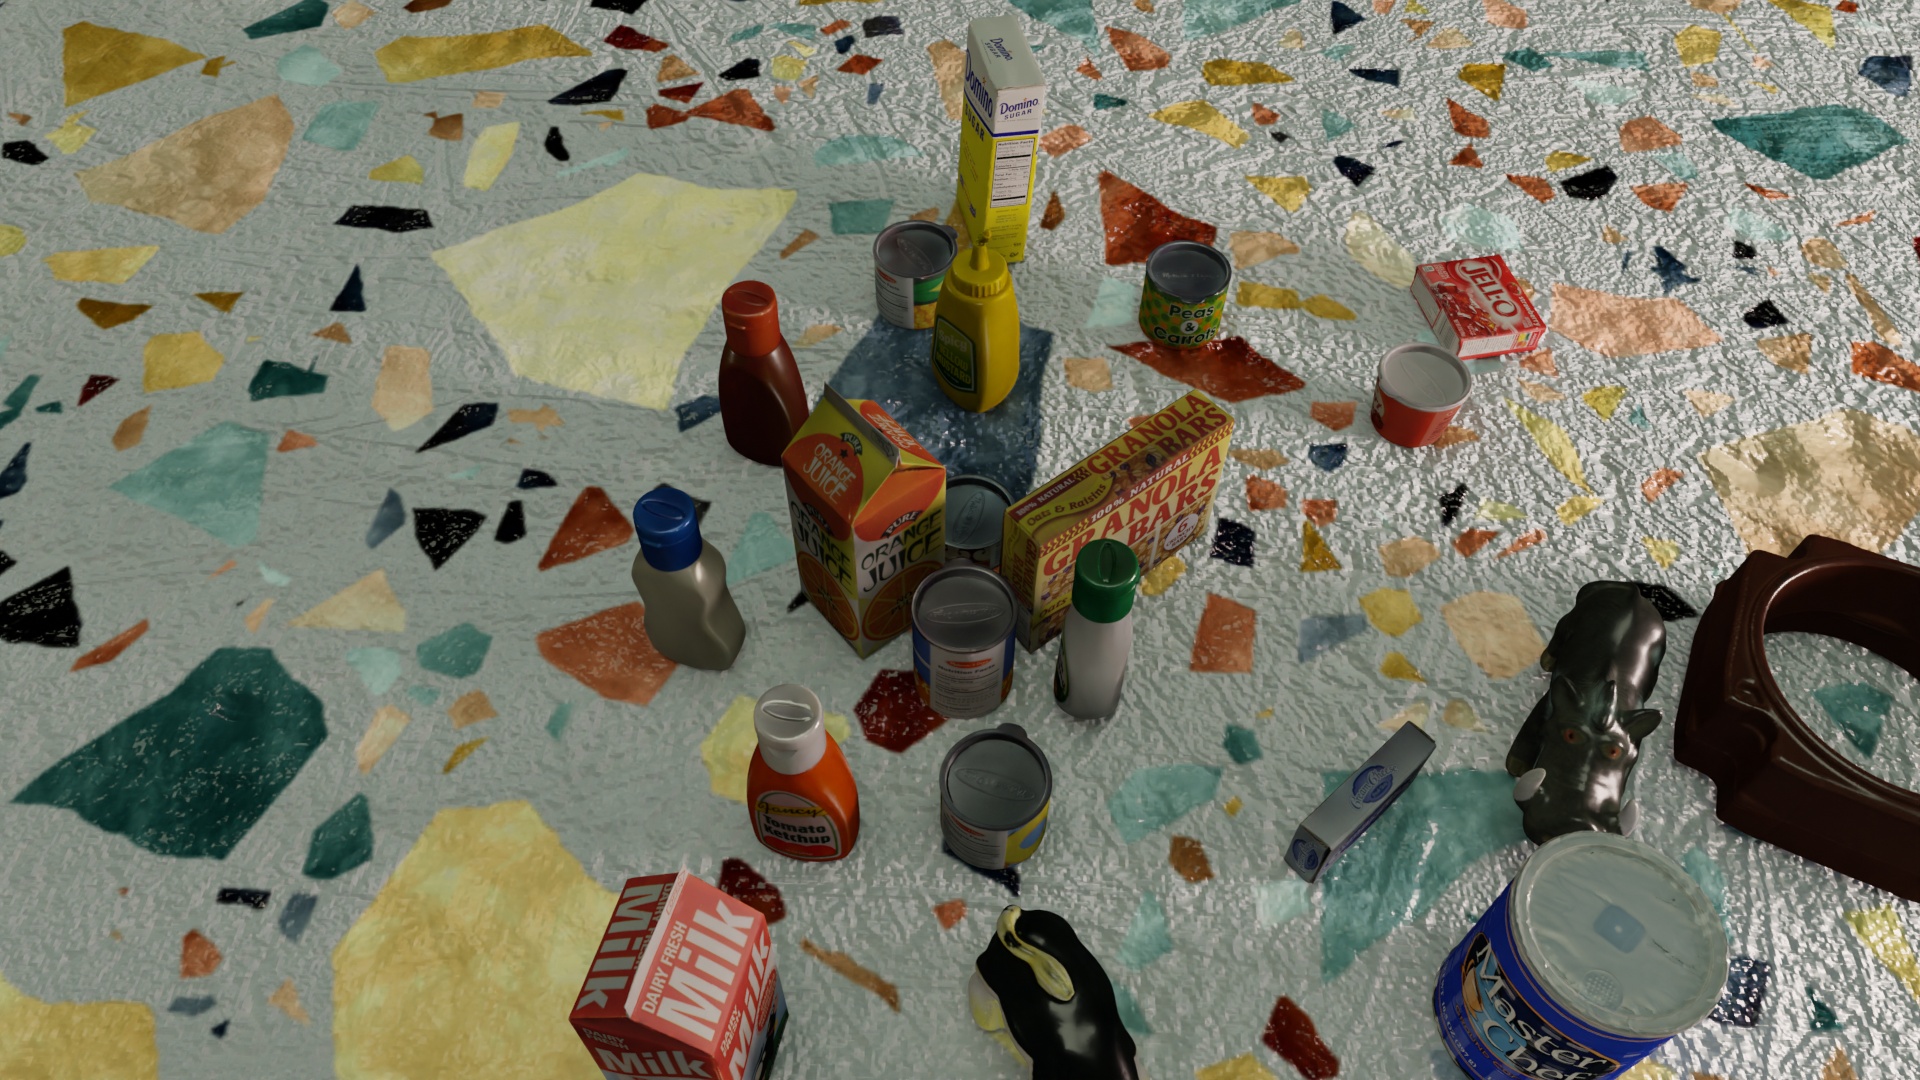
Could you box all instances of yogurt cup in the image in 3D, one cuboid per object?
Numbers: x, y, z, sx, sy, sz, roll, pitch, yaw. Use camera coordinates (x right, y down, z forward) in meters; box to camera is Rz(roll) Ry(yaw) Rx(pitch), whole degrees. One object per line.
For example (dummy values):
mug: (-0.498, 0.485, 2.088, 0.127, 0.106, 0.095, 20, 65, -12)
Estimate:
yogurt cup: (0.339, -0.106, 1.032, 0.072, 0.053, 0.073, 1, 53, -1)

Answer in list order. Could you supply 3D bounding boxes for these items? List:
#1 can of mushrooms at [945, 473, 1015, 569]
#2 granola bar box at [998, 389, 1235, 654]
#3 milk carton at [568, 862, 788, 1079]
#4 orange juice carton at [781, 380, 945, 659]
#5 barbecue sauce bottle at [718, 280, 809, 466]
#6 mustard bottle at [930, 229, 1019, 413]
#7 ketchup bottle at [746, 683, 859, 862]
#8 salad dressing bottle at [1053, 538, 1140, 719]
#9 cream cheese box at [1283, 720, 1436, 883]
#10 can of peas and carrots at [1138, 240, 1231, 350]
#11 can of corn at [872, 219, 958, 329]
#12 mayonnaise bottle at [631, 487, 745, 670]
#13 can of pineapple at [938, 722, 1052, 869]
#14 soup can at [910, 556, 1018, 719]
can of mushrooms: (0.003, -0.012, 0.968, 0.071, 0.033, 0.071, 1, 53, -1)
granola bar box: (0.100, -0.013, 0.914, 0.166, 0.123, 0.039, -33, 60, -23)
milk carton: (-0.137, 0.229, 0.688, 0.073, 0.189, 0.073, 12, 54, 8)
orange juice carton: (-0.059, -0.016, 0.871, 0.073, 0.191, 0.072, -33, 61, -23)
barbecue sauce bottle: (-0.140, -0.115, 0.971, 0.065, 0.147, 0.044, 20, 56, 13)
mustard bottle: (0.011, -0.163, 1.002, 0.065, 0.159, 0.049, 39, 62, 24)
ketchup bottle: (-0.092, 0.133, 0.787, 0.065, 0.148, 0.044, 9, 54, 6)
salad dressing bottle: (0.083, 0.055, 0.849, 0.044, 0.146, 0.064, 5, 54, 3)
cream cheese box: (0.240, 0.157, 0.834, 0.104, 0.053, 0.024, -36, 62, -24)
can of peas and carrots: (0.175, -0.190, 1.089, 0.071, 0.058, 0.071, 1, 53, -1)
can of corn: (-0.033, -0.211, 1.101, 0.071, 0.058, 0.071, 1, 53, -1)
mayonnaise bottle: (-0.173, 0.026, 0.866, 0.065, 0.147, 0.041, 16, 55, 11)
can of pineapple: (0.022, 0.154, 0.830, 0.071, 0.057, 0.071, 1, 53, -1)
soup can: (0.002, 0.063, 0.881, 0.071, 0.083, 0.072, 1, 53, -1)
